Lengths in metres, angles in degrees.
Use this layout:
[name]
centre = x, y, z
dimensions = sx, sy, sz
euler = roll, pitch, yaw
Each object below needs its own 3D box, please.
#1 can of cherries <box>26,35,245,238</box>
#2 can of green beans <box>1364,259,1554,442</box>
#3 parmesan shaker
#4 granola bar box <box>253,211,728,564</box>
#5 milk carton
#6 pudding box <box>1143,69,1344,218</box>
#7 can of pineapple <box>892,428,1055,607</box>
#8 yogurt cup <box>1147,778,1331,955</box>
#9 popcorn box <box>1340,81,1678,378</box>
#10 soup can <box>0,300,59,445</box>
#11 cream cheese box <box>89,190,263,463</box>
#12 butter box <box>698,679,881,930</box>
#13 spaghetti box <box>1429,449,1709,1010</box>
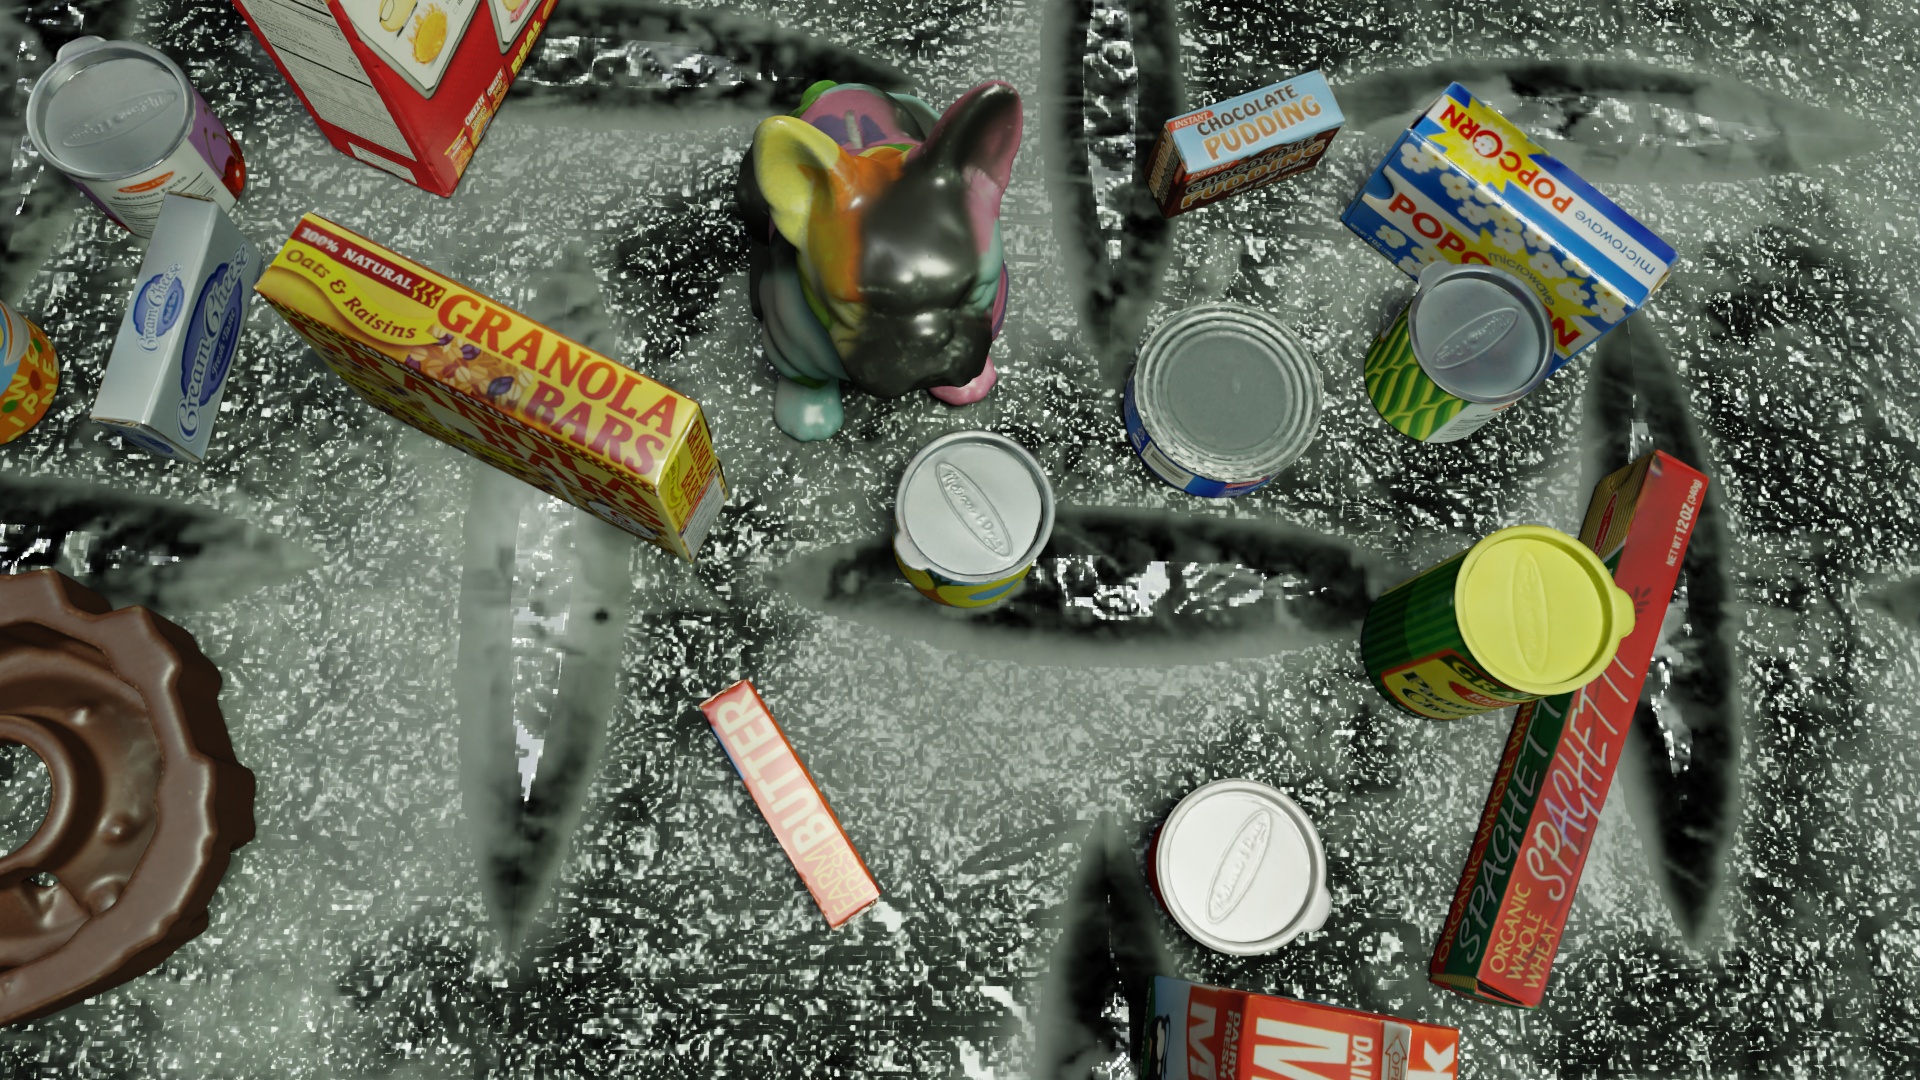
[can of cherries]
centre = -0.359, -0.176, 0.610
dimensions = 0.071, 0.058, 0.071
euler = 1, 76, -4
[can of green beans]
centre = 0.226, -0.084, 0.635
dimensions = 0.071, 0.057, 0.071
euler = 1, 76, -4
[parmesan shaker]
centre = 0.219, 0.038, 0.579
dimensions = 0.071, 0.103, 0.071
euler = 1, 76, -4
[granola bar box]
centre = -0.178, -0.056, 0.559
dimensions = 0.165, 0.124, 0.039
euler = 26, 75, 2
[milk carton]
centre = 0.116, 0.197, 0.483
dimensions = 0.073, 0.190, 0.072
euler = 10, 75, -2
[pudding box]
centre = 0.134, -0.188, 0.659
dimensions = 0.084, 0.049, 0.030
euler = -20, 78, -10
[can of pineapple]
centre = 0.002, -0.007, 0.596
dimensions = 0.071, 0.057, 0.071
euler = 1, 76, -4
[yogurt cup]
centre = 0.109, 0.134, 0.570
dimensions = 0.072, 0.053, 0.072
euler = 1, 75, -4
[popcorn box]
centre = 0.248, -0.139, 0.637
dimensions = 0.127, 0.085, 0.038
euler = 41, 76, 6
[soup can]
centre = -0.422, -0.082, 0.567
dimensions = 0.071, 0.083, 0.071
euler = 1, 76, -4
[cream cheese box]
centre = -0.331, -0.089, 0.592
dimensions = 0.024, 0.053, 0.104
euler = 9, 75, -2
[butter box]
centre = -0.068, 0.107, 0.563
dimensions = 0.024, 0.053, 0.103
euler = -32, 80, -11
[spaghetti box]
centre = 0.263, 0.079, 0.599
dimensions = 0.029, 0.050, 0.251
euler = 25, 75, 2
